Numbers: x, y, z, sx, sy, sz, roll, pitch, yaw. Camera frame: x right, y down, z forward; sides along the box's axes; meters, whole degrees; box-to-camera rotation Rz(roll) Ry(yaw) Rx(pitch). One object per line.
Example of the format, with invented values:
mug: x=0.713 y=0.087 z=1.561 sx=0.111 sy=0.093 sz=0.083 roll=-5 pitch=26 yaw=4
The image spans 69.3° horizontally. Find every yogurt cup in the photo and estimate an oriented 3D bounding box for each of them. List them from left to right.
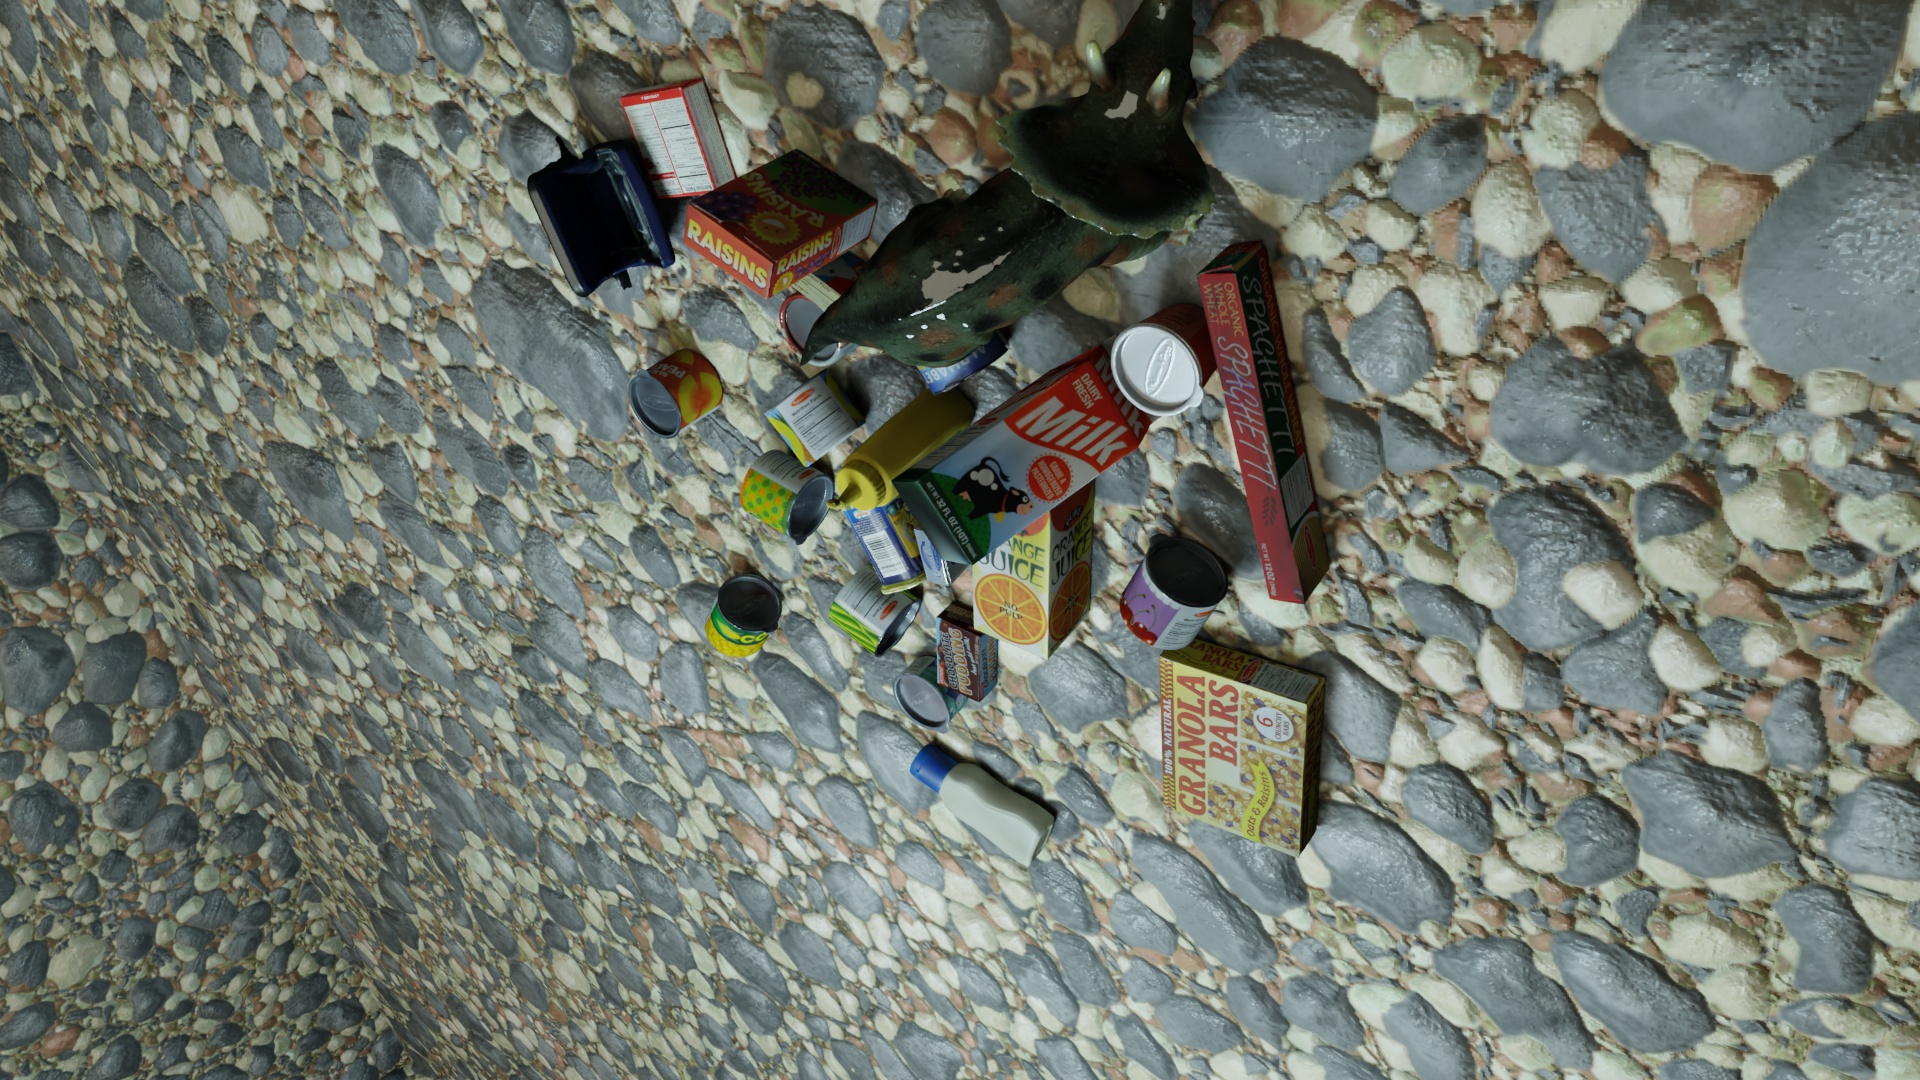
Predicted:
yogurt cup: x=0.144 y=-0.126 z=0.942 sx=0.072 sy=0.054 sz=0.072 roll=22 pitch=133 yaw=26

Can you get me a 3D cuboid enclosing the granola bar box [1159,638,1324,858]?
granola bar box: x=0.223 y=0.163 z=1.110 sx=0.124 sy=0.039 sz=0.164 roll=16 pitch=130 yaw=30

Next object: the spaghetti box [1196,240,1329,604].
spaghetti box: x=0.206 y=-0.075 z=0.931 sx=0.028 sy=0.050 sz=0.249 roll=3 pitch=122 yaw=38

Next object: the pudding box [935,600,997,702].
pudding box: x=0.005 y=0.100 z=1.255 sx=0.050 sy=0.030 sz=0.083 roll=23 pitch=133 yaw=27

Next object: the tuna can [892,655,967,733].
tuna can: x=-0.027 y=0.146 z=1.316 sx=0.071 sy=0.033 sz=0.070 roll=23 pitch=133 yaw=26

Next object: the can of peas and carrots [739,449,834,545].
can of peas and carrots: x=-0.158 y=-0.040 z=1.258 sx=0.059 sy=0.071 sz=0.070 roll=28 pitch=135 yaw=22

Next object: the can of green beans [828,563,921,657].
can of green beans: x=-0.079 y=0.064 z=1.271 sx=0.058 sy=0.071 sz=0.071 roll=37 pitch=138 yaw=13

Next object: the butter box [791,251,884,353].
butter box: x=-0.081 y=-0.192 z=1.086 sx=0.103 sy=0.053 sz=0.024 roll=38 pitch=135 yaw=11

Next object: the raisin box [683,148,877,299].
raisin box: x=-0.134 y=-0.239 z=1.040 sx=0.086 sy=0.124 sz=0.039 roll=36 pitch=138 yaw=14

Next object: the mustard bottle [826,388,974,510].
mustard bottle: x=-0.052 y=-0.063 z=1.078 sx=0.049 sy=0.161 sz=0.065 roll=43 pitch=140 yaw=4

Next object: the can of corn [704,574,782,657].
can of corn: x=-0.218 y=0.079 z=1.402 sx=0.071 sy=0.071 sz=0.058 roll=43 pitch=140 yaw=6

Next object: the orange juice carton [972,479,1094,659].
orange juice carton: x=0.057 y=-0.008 z=1.095 sx=0.073 sy=0.072 sz=0.191 roll=21 pitch=133 yaw=27

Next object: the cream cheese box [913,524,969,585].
cream cheese box: x=0.004 y=-0.014 z=1.111 sx=0.024 sy=0.104 sz=0.053 roll=9 pitch=127 yaw=32

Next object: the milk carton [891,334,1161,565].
milk carton: x=0.054 y=-0.066 z=0.979 sx=0.072 sy=0.191 sz=0.073 roll=56 pitch=167 yaw=-11

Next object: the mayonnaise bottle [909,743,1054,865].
mayonnaise bottle: x=0.019 y=0.253 z=1.355 sx=0.148 sy=0.041 sz=0.064 roll=33 pitch=135 yaw=19

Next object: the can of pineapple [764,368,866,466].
can of pineapple: x=-0.123 y=-0.104 z=1.181 sx=0.058 sy=0.071 sz=0.070 roll=53 pitch=139 yaw=-7

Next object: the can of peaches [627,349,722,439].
can of peaches: x=-0.263 y=-0.138 z=1.280 sx=0.071 sy=0.058 sz=0.070 roll=23 pitch=133 yaw=27

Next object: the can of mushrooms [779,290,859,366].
can of mushrooms: x=-0.115 y=-0.180 z=1.139 sx=0.071 sy=0.034 sz=0.070 roll=23 pitch=134 yaw=26

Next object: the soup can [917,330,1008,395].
soup can: x=-0.014 y=-0.160 z=1.039 sx=0.071 sy=0.072 sz=0.083 roll=-20 pitch=106 yaw=47

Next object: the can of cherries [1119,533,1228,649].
can of cherries: x=0.159 y=0.038 z=1.050 sx=0.071 sy=0.072 sz=0.058 roll=37 pitch=139 yaw=12
